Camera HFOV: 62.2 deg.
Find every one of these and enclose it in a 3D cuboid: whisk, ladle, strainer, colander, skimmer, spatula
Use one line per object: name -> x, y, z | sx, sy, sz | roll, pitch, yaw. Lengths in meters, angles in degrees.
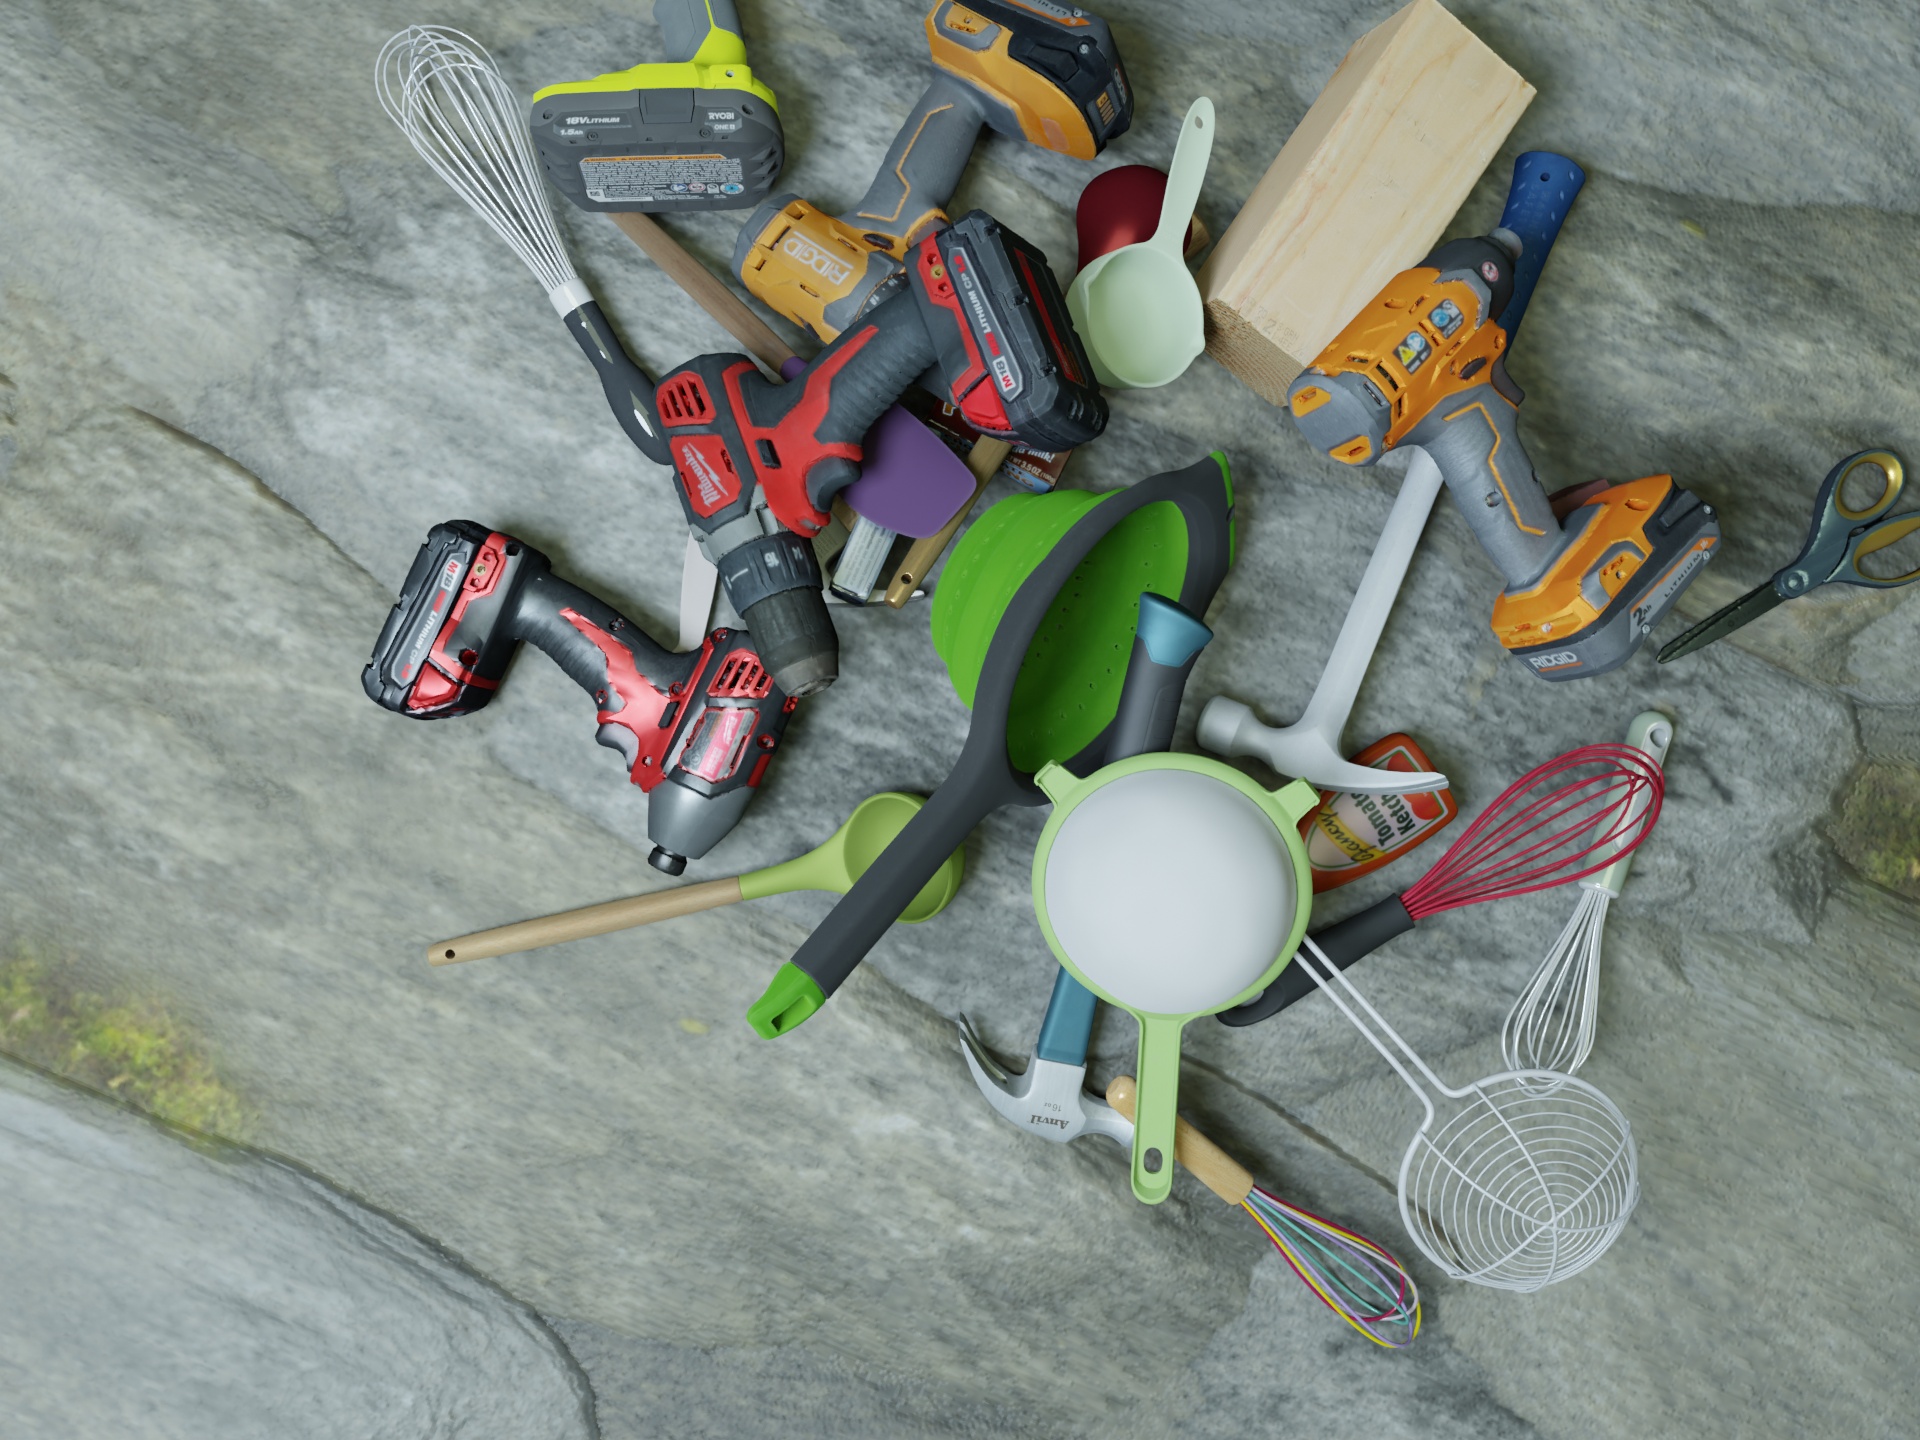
whisk -> -0.243, -0.271, 0.918 | 0.070, 0.070, 0.284 | -31, 96, -3
whisk -> 0.382, 0.109, 0.957 | 0.057, 0.059, 0.246 | 22, 84, -15
whisk -> 0.279, 0.103, 0.938 | 0.296, 0.073, 0.073 | -31, 92, 7
ladle -> 0.042, -0.192, 0.886 | 0.069, 0.031, 0.315 | 31, 76, 0
ladle -> -0.154, 0.105, 0.922 | 0.320, 0.062, 0.078 | -12, 94, -1
strainer -> 0.106, 0.148, 0.845 | 0.151, 0.069, 0.256 | 4, 101, 10
whisk -> 0.181, 0.285, 0.932 | 0.245, 0.051, 0.047 | 40, 81, -9
colander -> -0.001, -0.003, 0.867 | 0.095, 0.204, 0.397 | 32, 70, 28
skimmer -> 0.216, 0.152, 0.889 | 0.127, 0.090, 0.364 | -45, 63, 9
spatula -> -0.114, -0.212, 0.891 | 0.060, 0.018, 0.316 | -46, 73, 4

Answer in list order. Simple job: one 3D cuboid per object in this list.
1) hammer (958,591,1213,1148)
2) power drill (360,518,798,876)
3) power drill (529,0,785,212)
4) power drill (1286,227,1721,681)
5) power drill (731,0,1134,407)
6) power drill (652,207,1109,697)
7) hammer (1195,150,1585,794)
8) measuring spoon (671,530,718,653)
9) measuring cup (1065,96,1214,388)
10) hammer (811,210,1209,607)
hammer -> 0.083, 0.090, 0.900 | 0.128, 0.033, 0.331 | 11, 107, -4
power drill -> -0.210, -0.013, 0.896 | 0.219, 0.078, 0.143 | 24, 89, 2
power drill -> -0.187, -0.411, 0.898 | 0.190, 0.080, 0.228 | -3, 80, -4
power drill -> 0.303, -0.151, 0.865 | 0.226, 0.084, 0.164 | 46, 74, -8
power drill -> 0.002, -0.291, 0.890 | 0.185, 0.084, 0.226 | 38, 88, 26
power drill -> -0.042, -0.132, 0.813 | 0.226, 0.080, 0.188 | -24, 81, 23
hammer -> 0.282, -0.146, 0.940 | 0.144, 0.035, 0.405 | 22, 85, 22
measuring spoon -> -0.155, -0.069, 0.944 | 0.034, 0.018, 0.124 | 6, 83, 4
measuring cup -> 0.105, -0.262, 0.876 | 0.083, 0.038, 0.167 | 20, 83, -28
hammer -> 0.016, -0.190, 0.942 | 0.331, 0.031, 0.130 | -40, 92, -3
